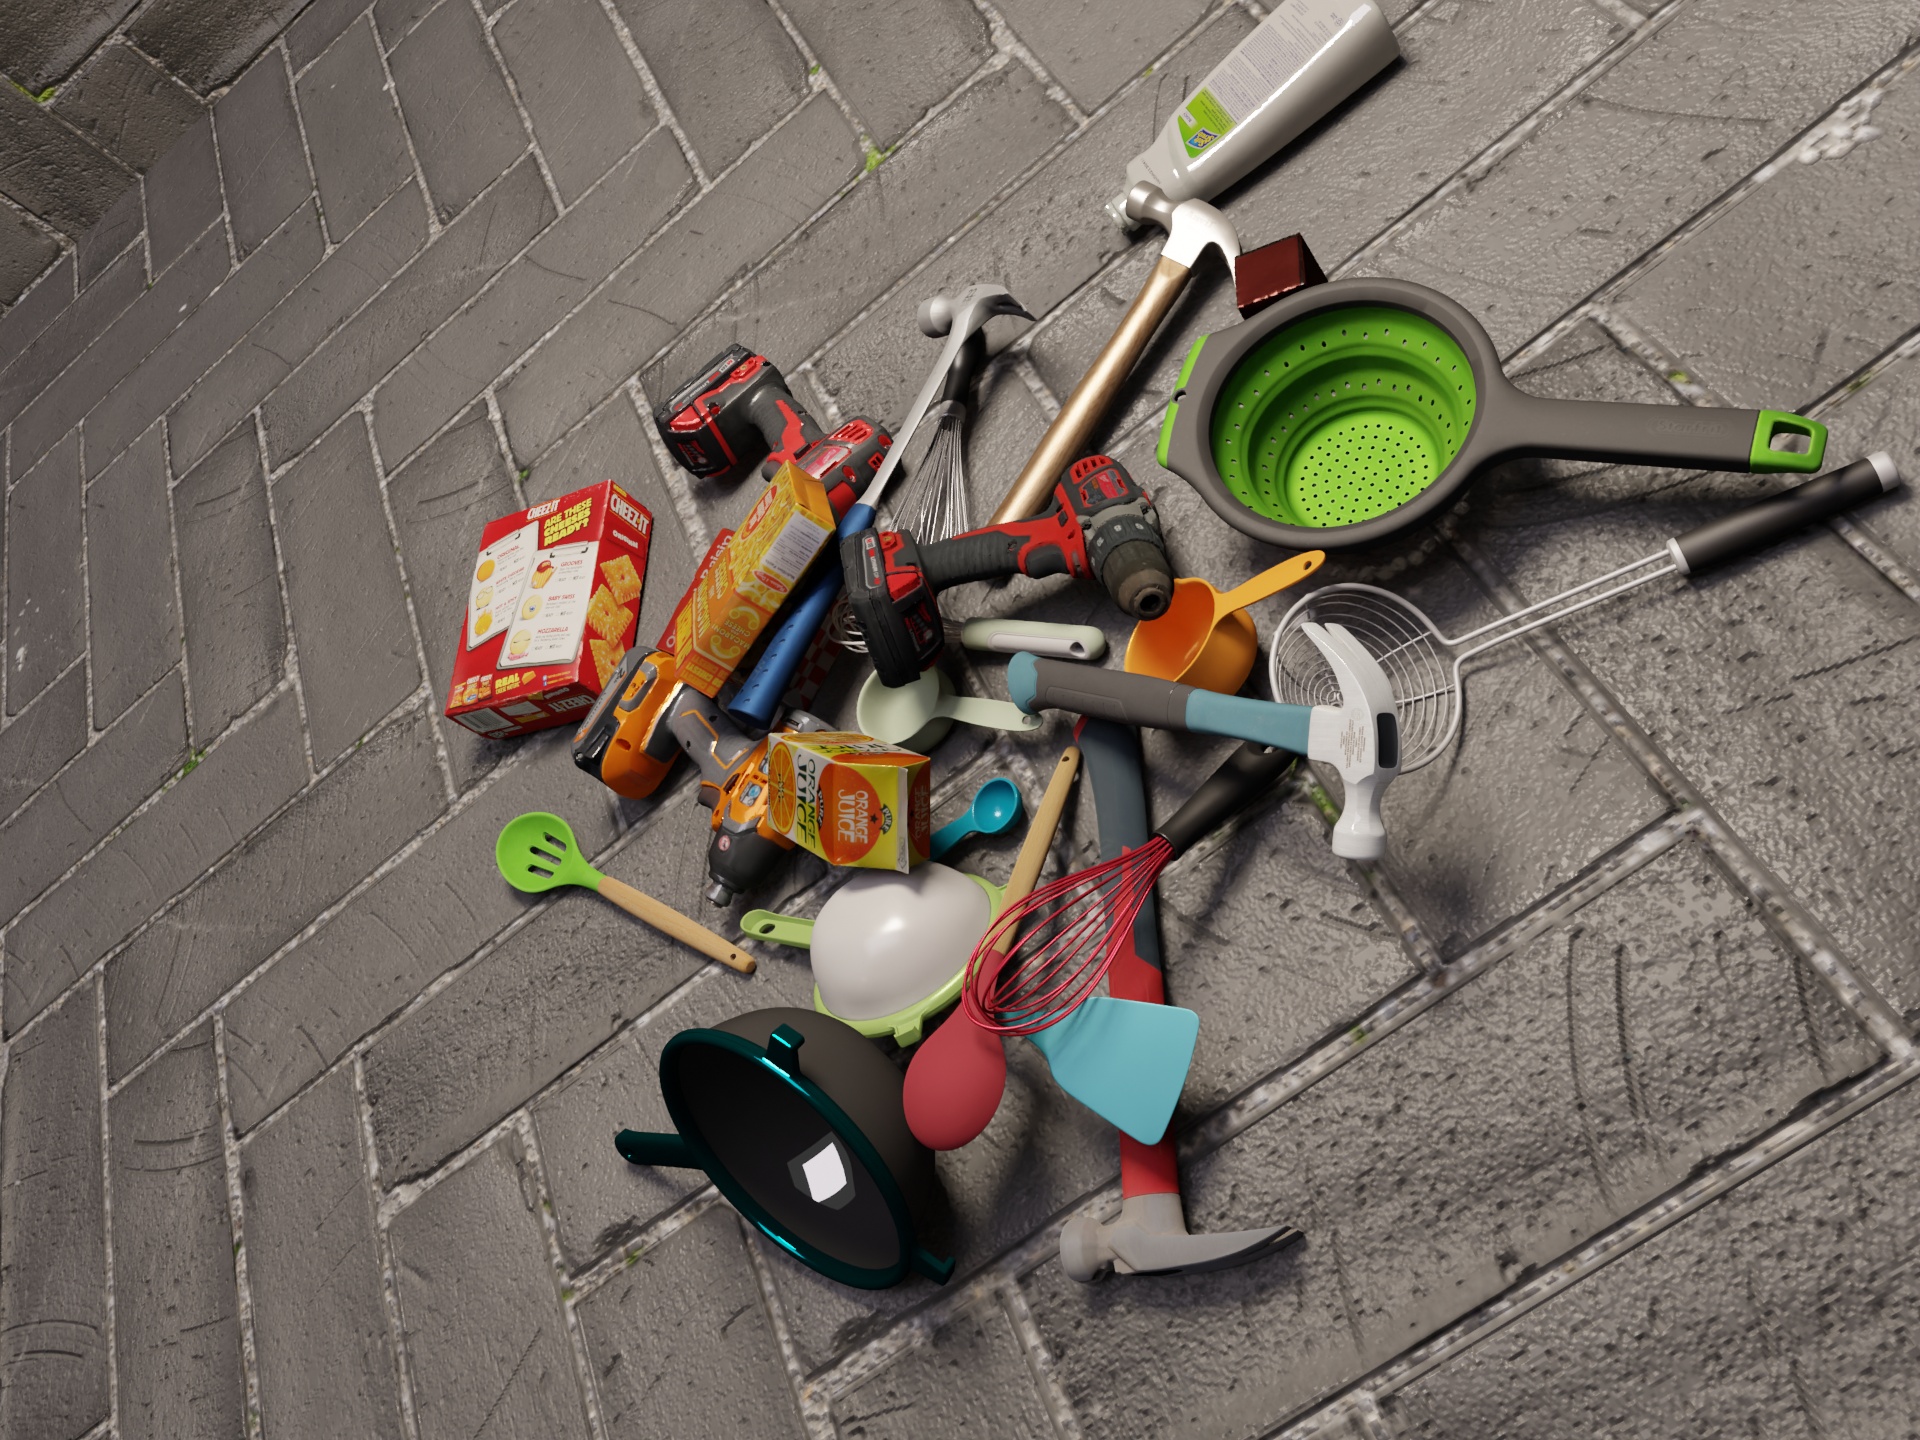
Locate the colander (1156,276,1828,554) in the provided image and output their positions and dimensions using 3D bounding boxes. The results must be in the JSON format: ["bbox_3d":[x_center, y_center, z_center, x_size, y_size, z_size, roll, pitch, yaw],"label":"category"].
[{"bbox_3d":[0.329,-0.171,1.018,0.397,0.094,0.204,11,72,30],"label":"colander"}]

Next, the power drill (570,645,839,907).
[{"bbox_3d":[-0.209,0.044,1.278,0.227,0.084,0.164,24,81,36],"label":"power drill"}]

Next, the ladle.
[{"bbox_3d":[0.032,0.133,1.035,0.069,0.031,0.316,-3,44,29],"label":"ladle"}]

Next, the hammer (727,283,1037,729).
[{"bbox_3d":[-0.068,-0.175,1.245,0.144,0.035,0.405,6,65,56],"label":"hammer"}]

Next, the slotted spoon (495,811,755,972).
[{"bbox_3d":[-0.277,0.146,1.304,0.314,0.031,0.070,20,78,38],"label":"slotted spoon"}]

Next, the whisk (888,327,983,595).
[{"bbox_3d":[-0.012,-0.224,1.300,0.070,0.070,0.285,-10,56,30],"label":"whisk"}]

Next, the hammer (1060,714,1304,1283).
[{"bbox_3d":[0.125,0.151,1.018,0.143,0.038,0.387,-16,58,25],"label":"hammer"}]

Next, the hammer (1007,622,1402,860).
[{"bbox_3d":[0.139,-0.006,1.002,0.331,0.033,0.128,13,100,53],"label":"hammer"}]

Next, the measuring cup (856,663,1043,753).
[{"bbox_3d":[-0.002,-0.004,1.188,0.168,0.038,0.083,9,72,35],"label":"measuring cup"}]

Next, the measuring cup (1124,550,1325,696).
[{"bbox_3d":[0.186,-0.061,1.048,0.173,0.052,0.095,-29,41,43],"label":"measuring cup"}]

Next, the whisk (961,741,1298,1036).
[{"bbox_3d":[0.114,0.090,0.992,0.296,0.073,0.073,-39,46,-21],"label":"whisk"}]

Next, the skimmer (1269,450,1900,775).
[{"bbox_3d":[0.363,-0.076,0.940,0.363,0.090,0.127,-24,74,20],"label":"skimmer"}]

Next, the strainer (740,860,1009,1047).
[{"bbox_3d":[-0.085,0.139,1.122,0.256,0.069,0.151,1,41,46],"label":"strainer"}]

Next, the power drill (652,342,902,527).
[{"bbox_3d":[-0.165,-0.231,1.382,0.143,0.078,0.220,-43,51,-11],"label":"power drill"}]

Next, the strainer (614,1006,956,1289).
[{"bbox_3d":[-0.128,0.271,1.084,0.095,0.211,0.340,-41,15,-36],"label":"strainer"}]

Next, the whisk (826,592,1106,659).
[{"bbox_3d":[0.000,-0.067,1.215,0.246,0.057,0.059,7,40,32],"label":"whisk"}]

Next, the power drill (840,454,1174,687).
[{"bbox_3d":[0.037,-0.102,1.129,0.226,0.080,0.188,-19,34,3],"label":"power drill"}]

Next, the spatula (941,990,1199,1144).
[{"bbox_3d":[0.019,0.194,1.043,0.318,0.044,0.082,5,71,52],"label":"spatula"}]

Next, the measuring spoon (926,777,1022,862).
[{"bbox_3d":[-0.002,0.087,1.157,0.128,0.021,0.042,-36,47,25],"label":"measuring spoon"}]

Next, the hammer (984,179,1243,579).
[{"bbox_3d":[0.108,-0.254,1.234,0.130,0.031,0.331,33,91,23],"label":"hammer"}]
